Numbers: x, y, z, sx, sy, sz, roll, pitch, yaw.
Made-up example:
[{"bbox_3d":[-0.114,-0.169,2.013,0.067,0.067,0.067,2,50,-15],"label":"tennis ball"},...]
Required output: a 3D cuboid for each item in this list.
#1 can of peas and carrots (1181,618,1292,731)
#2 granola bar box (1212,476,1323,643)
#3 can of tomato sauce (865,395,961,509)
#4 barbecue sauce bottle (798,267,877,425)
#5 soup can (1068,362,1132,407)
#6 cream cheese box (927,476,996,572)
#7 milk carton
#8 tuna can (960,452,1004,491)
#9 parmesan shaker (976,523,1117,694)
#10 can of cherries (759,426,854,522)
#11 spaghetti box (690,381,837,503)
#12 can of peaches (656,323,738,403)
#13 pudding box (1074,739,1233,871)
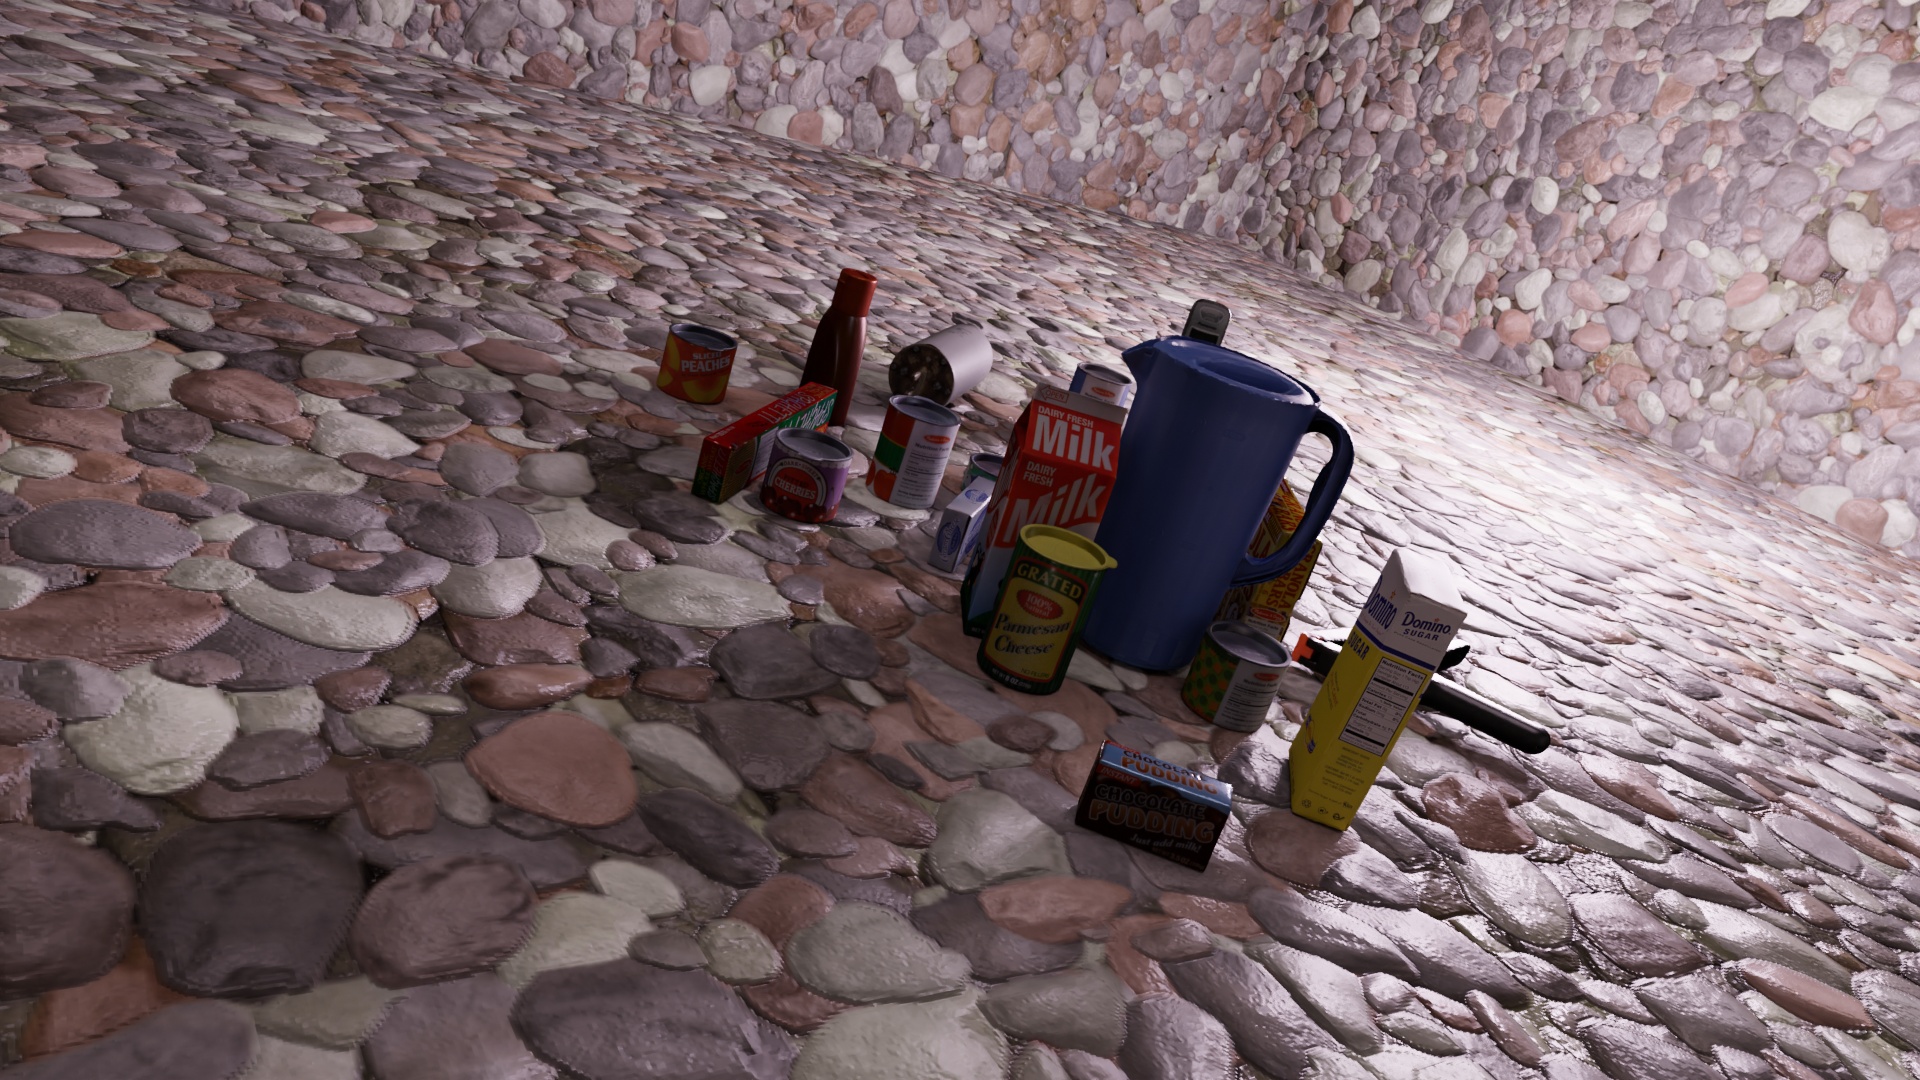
[{"bbox_3d":[0.204,0.100,1.035,0.071,0.058,0.071,16,21,-6],"label":"can of peas and carrots"},{"bbox_3d":[0.251,0.022,1.176,0.039,0.123,0.166,17,21,-5],"label":"granola bar box"},{"bbox_3d":[-0.043,-0.080,1.238,0.071,0.082,0.071,16,21,-6],"label":"can of tomato sauce"},{"bbox_3d":[-0.119,-0.190,1.358,0.044,0.148,0.065,2,26,-37],"label":"barbecue sauce bottle"},{"bbox_3d":[0.151,-0.153,1.580,0.071,0.083,0.071,16,21,-6],"label":"soup can"},{"bbox_3d":[0.004,-0.015,1.158,0.024,0.053,0.104,22,21,9],"label":"cream cheese box"},{"bbox_3d":[0.060,-0.020,1.028,0.072,0.189,0.074,15,21,-9],"label":"milk carton"},{"bbox_3d":[0.038,-0.054,1.312,0.071,0.032,0.071,16,21,-6],"label":"tuna can"},{"bbox_3d":[0.060,0.050,0.976,0.071,0.102,0.071,16,21,-6],"label":"parmesan shaker"},{"bbox_3d":[-0.127,-0.053,1.137,0.071,0.058,0.072,16,21,-6],"label":"can of cherries"},{"bbox_3d":[-0.165,-0.090,1.208,0.029,0.050,0.251,22,21,8],"label":"spaghetti box"},{"bbox_3d":[-0.249,-0.167,1.317,0.071,0.057,0.071,16,21,-6],"label":"can of peaches"},{"bbox_3d":[0.116,0.158,0.831,0.084,0.049,0.030,20,21,4],"label":"pudding box"}]
